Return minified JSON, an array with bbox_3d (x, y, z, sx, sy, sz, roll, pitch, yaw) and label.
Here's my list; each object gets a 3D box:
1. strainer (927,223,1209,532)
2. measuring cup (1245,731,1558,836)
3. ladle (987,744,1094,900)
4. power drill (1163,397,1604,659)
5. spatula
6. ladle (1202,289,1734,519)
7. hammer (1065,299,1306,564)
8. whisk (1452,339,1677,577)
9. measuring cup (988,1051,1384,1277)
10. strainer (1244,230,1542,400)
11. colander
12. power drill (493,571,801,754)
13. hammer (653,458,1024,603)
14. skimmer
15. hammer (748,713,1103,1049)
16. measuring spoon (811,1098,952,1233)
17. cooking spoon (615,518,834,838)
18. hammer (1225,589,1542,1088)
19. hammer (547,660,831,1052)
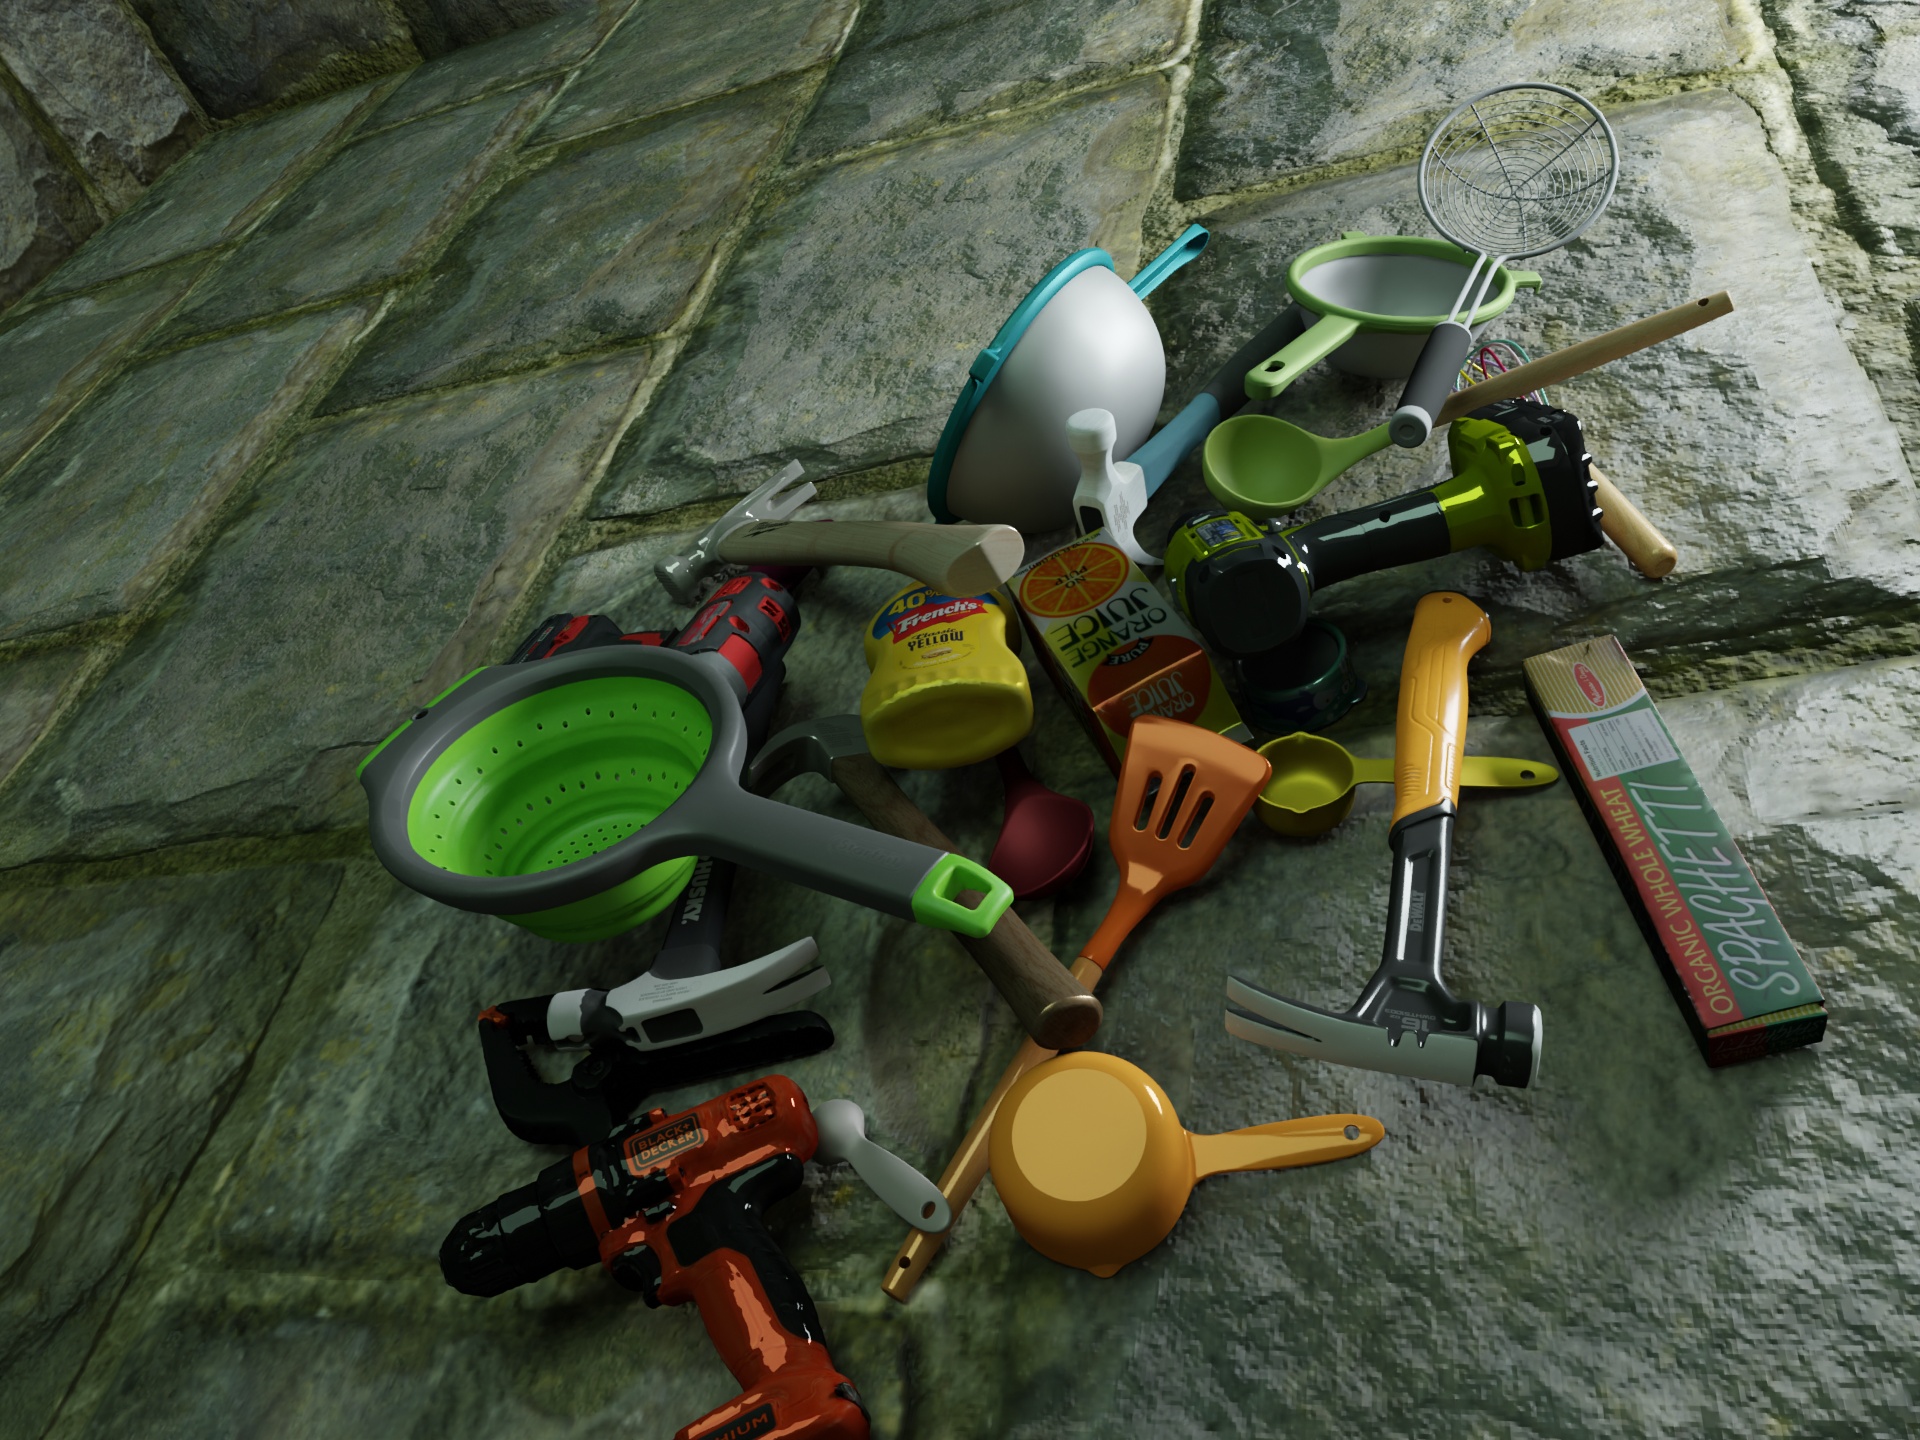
[{"bbox_3d":[0.111,-0.242,1.108,0.095,0.210,0.340,36,57,12],"label":"strainer"},{"bbox_3d":[0.228,0.036,0.828,0.156,0.029,0.062,0,41,12],"label":"measuring cup"},{"bbox_3d":[0.020,0.006,0.965,0.069,0.031,0.316,-33,36,9],"label":"ladle"},{"bbox_3d":[0.228,-0.112,0.919,0.228,0.080,0.191,-17,17,5],"label":"power drill"},{"bbox_3d":[0.050,0.135,0.781,0.081,0.041,0.323,22,61,25],"label":"spatula"},{"bbox_3d":[0.298,-0.199,0.971,0.320,0.062,0.078,-19,53,29],"label":"ladle"},{"bbox_3d":[0.174,-0.217,1.078,0.033,0.128,0.331,16,45,34],"label":"hammer"},{"bbox_3d":[0.362,-0.163,0.963,0.051,0.047,0.245,-32,42,11],"label":"whisk"},{"bbox_3d":[0.096,0.183,0.694,0.173,0.052,0.095,-11,54,10],"label":"measuring cup"},{"bbox_3d":[0.263,-0.248,1.060,0.152,0.069,0.256,26,47,32],"label":"strainer"},{"bbox_3d":[-0.141,0.071,0.835,0.397,0.094,0.204,14,45,31],"label":"colander"},{"bbox_3d":[-0.216,-0.022,1.043,0.220,0.078,0.143,-9,37,39],"label":"power drill"},{"bbox_3d":[-0.075,-0.125,1.074,0.146,0.038,0.411,-42,26,-20],"label":"hammer"},{"bbox_3d":[0.319,-0.290,0.979,0.127,0.090,0.363,16,43,19],"label":"skimmer"},{"bbox_3d":[-0.020,0.072,0.839,0.130,0.031,0.332,-9,26,-21],"label":"hammer"},{"bbox_3d":[-0.042,0.210,0.754,0.034,0.018,0.124,-53,32,-13],"label":"measuring spoon"},{"bbox_3d":[-0.167,-0.039,1.124,0.069,0.017,0.319,-5,42,34],"label":"cooking spoon"},{"bbox_3d":[0.218,0.036,0.774,0.127,0.034,0.337,6,38,17],"label":"hammer"},{"bbox_3d":[-0.138,0.061,0.958,0.146,0.035,0.335,-10,34,10],"label":"hammer"}]
